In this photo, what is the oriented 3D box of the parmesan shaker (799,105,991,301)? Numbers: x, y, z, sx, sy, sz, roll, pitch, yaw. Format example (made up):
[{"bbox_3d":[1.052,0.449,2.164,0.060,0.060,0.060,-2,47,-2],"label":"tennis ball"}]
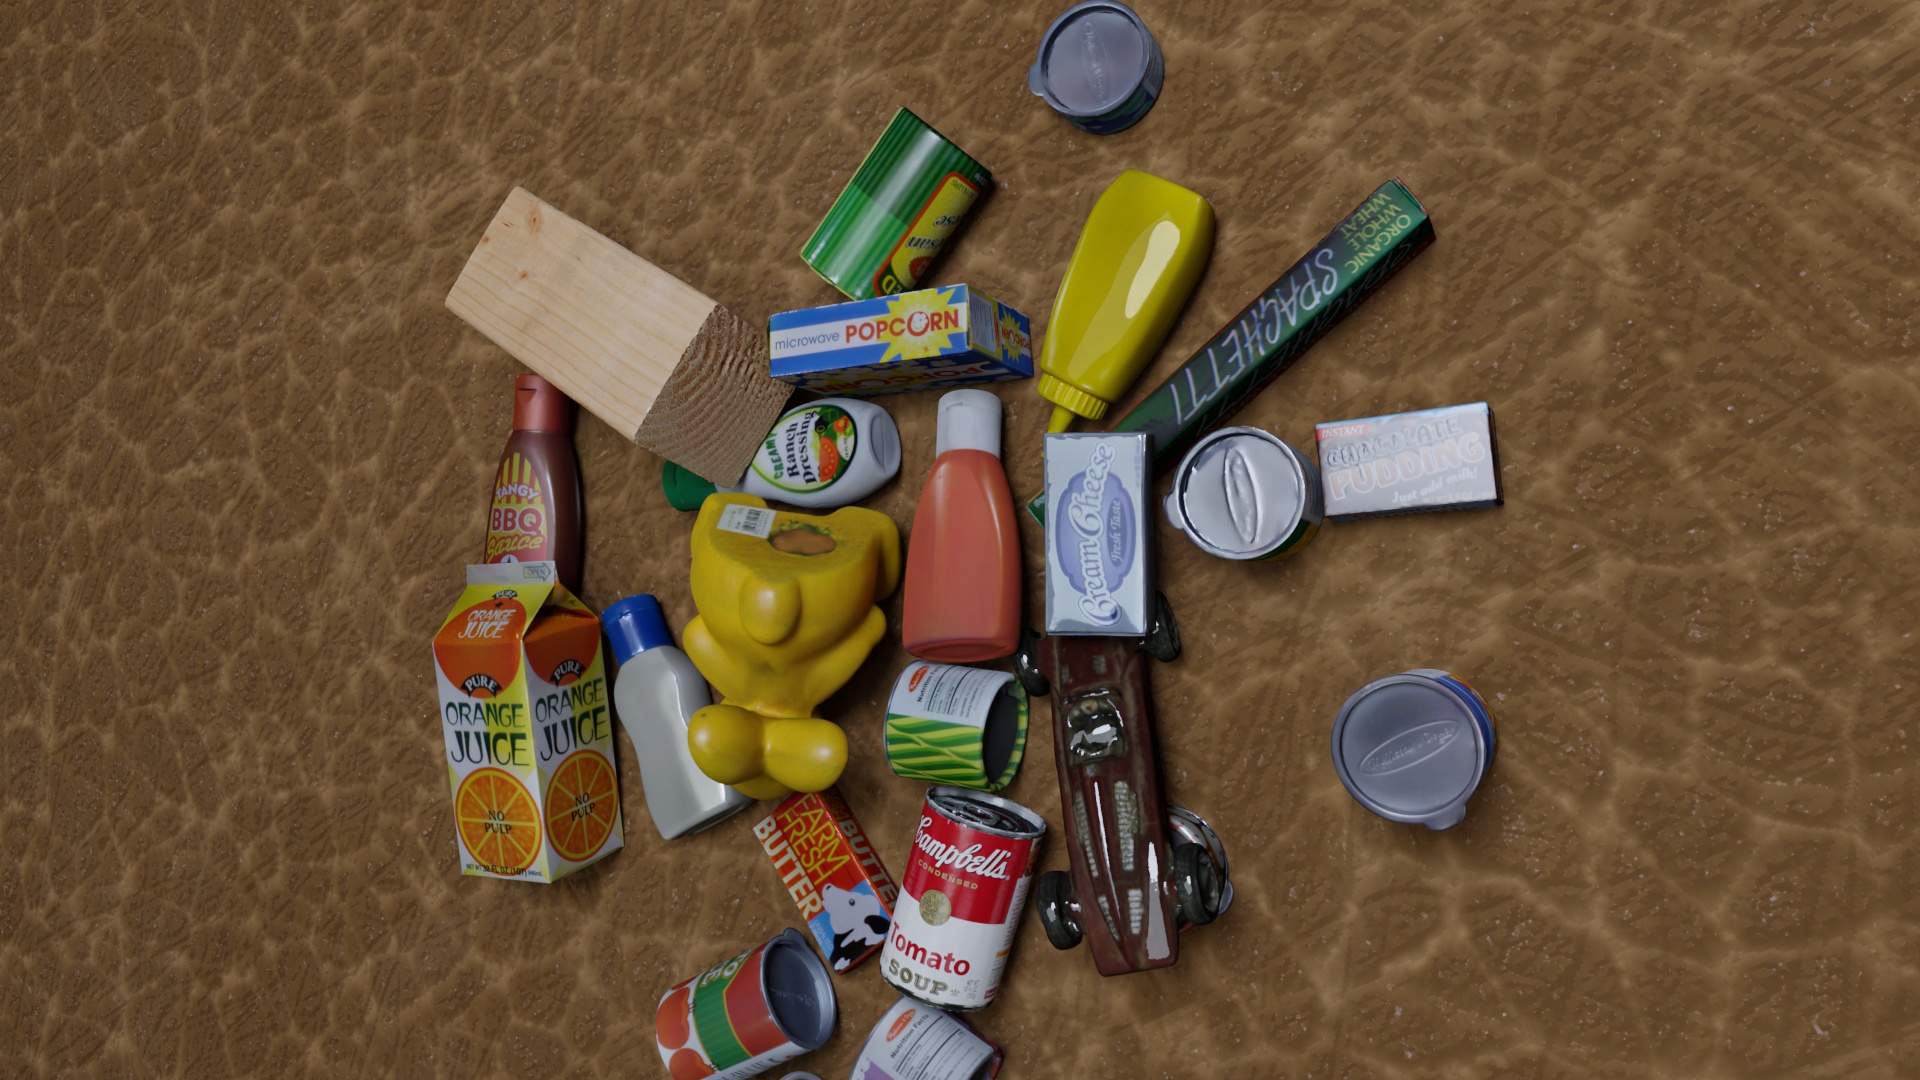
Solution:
[{"bbox_3d":[-0.038,-0.188,0.798,0.071,0.071,0.103,42,104,21],"label":"parmesan shaker"}]

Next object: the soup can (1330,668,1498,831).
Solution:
[{"bbox_3d":[0.216,0.097,0.651,0.071,0.084,0.071,-2,86,25],"label":"soup can"}]

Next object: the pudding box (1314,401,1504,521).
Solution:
[{"bbox_3d":[0.222,-0.038,0.688,0.083,0.030,0.049,-6,83,24],"label":"pudding box"}]

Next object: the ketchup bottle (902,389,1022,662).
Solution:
[{"bbox_3d":[0.003,-0.010,0.763,0.064,0.043,0.149,-9,67,27],"label":"ketchup bottle"}]

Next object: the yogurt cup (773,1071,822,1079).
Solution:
[{"bbox_3d":[-0.108,0.343,0.797,0.054,0.072,0.072,-20,78,31],"label":"yogurt cup"}]

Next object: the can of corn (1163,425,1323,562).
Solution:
[{"bbox_3d":[0.145,-0.021,0.707,0.071,0.058,0.071,-2,86,25],"label":"can of corn"}]

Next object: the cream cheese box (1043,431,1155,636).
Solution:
[{"bbox_3d":[0.071,-0.004,0.705,0.053,0.024,0.103,0,91,22],"label":"cream cheese box"}]

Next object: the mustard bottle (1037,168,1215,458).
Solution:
[{"bbox_3d":[0.079,-0.117,0.751,0.065,0.049,0.160,30,100,24],"label":"mustard bottle"}]

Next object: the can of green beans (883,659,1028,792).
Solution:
[{"bbox_3d":[-0.001,0.102,0.762,0.058,0.071,0.071,6,89,25],"label":"can of green beans"}]

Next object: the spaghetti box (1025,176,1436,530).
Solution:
[{"bbox_3d":[0.138,-0.087,0.720,0.249,0.050,0.029,-42,73,16],"label":"spaghetti box"}]

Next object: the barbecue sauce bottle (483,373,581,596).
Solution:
[{"bbox_3d":[-0.279,-0.034,0.914,0.065,0.044,0.148,2,87,25],"label":"barbecue sauce bottle"}]

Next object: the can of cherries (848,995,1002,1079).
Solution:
[{"bbox_3d":[-0.018,0.290,0.759,0.058,0.071,0.071,28,98,23],"label":"can of cherries"}]

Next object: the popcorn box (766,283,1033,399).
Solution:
[{"bbox_3d":[-0.034,-0.109,0.782,0.126,0.085,0.038,-4,84,25],"label":"popcorn box"}]

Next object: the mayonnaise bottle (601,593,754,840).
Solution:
[{"bbox_3d":[-0.181,0.106,0.860,0.064,0.041,0.148,-30,73,20],"label":"mayonnaise bottle"}]

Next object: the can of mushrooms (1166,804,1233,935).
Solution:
[{"bbox_3d":[0.106,0.174,0.725,0.071,0.033,0.071,-2,85,25],"label":"can of mushrooms"}]

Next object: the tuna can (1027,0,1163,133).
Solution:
[{"bbox_3d":[0.075,-0.261,0.772,0.071,0.033,0.071,-2,85,25],"label":"tuna can"}]

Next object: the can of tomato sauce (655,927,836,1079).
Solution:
[{"bbox_3d":[-0.125,0.274,0.808,0.083,0.071,0.071,-30,75,21],"label":"can of tomato sauce"}]

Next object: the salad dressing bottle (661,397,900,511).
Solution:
[{"bbox_3d":[-0.110,-0.046,0.836,0.147,0.044,0.064,-10,77,24],"label":"salad dressing bottle"}]

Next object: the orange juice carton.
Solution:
[{"bbox_3d":[-0.270,0.108,0.865,0.072,0.073,0.192,-2,97,25],"label":"orange juice carton"}]

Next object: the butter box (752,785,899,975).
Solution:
[{"bbox_3d":[-0.075,0.195,0.813,0.053,0.024,0.104,-40,71,18],"label":"butter box"}]
